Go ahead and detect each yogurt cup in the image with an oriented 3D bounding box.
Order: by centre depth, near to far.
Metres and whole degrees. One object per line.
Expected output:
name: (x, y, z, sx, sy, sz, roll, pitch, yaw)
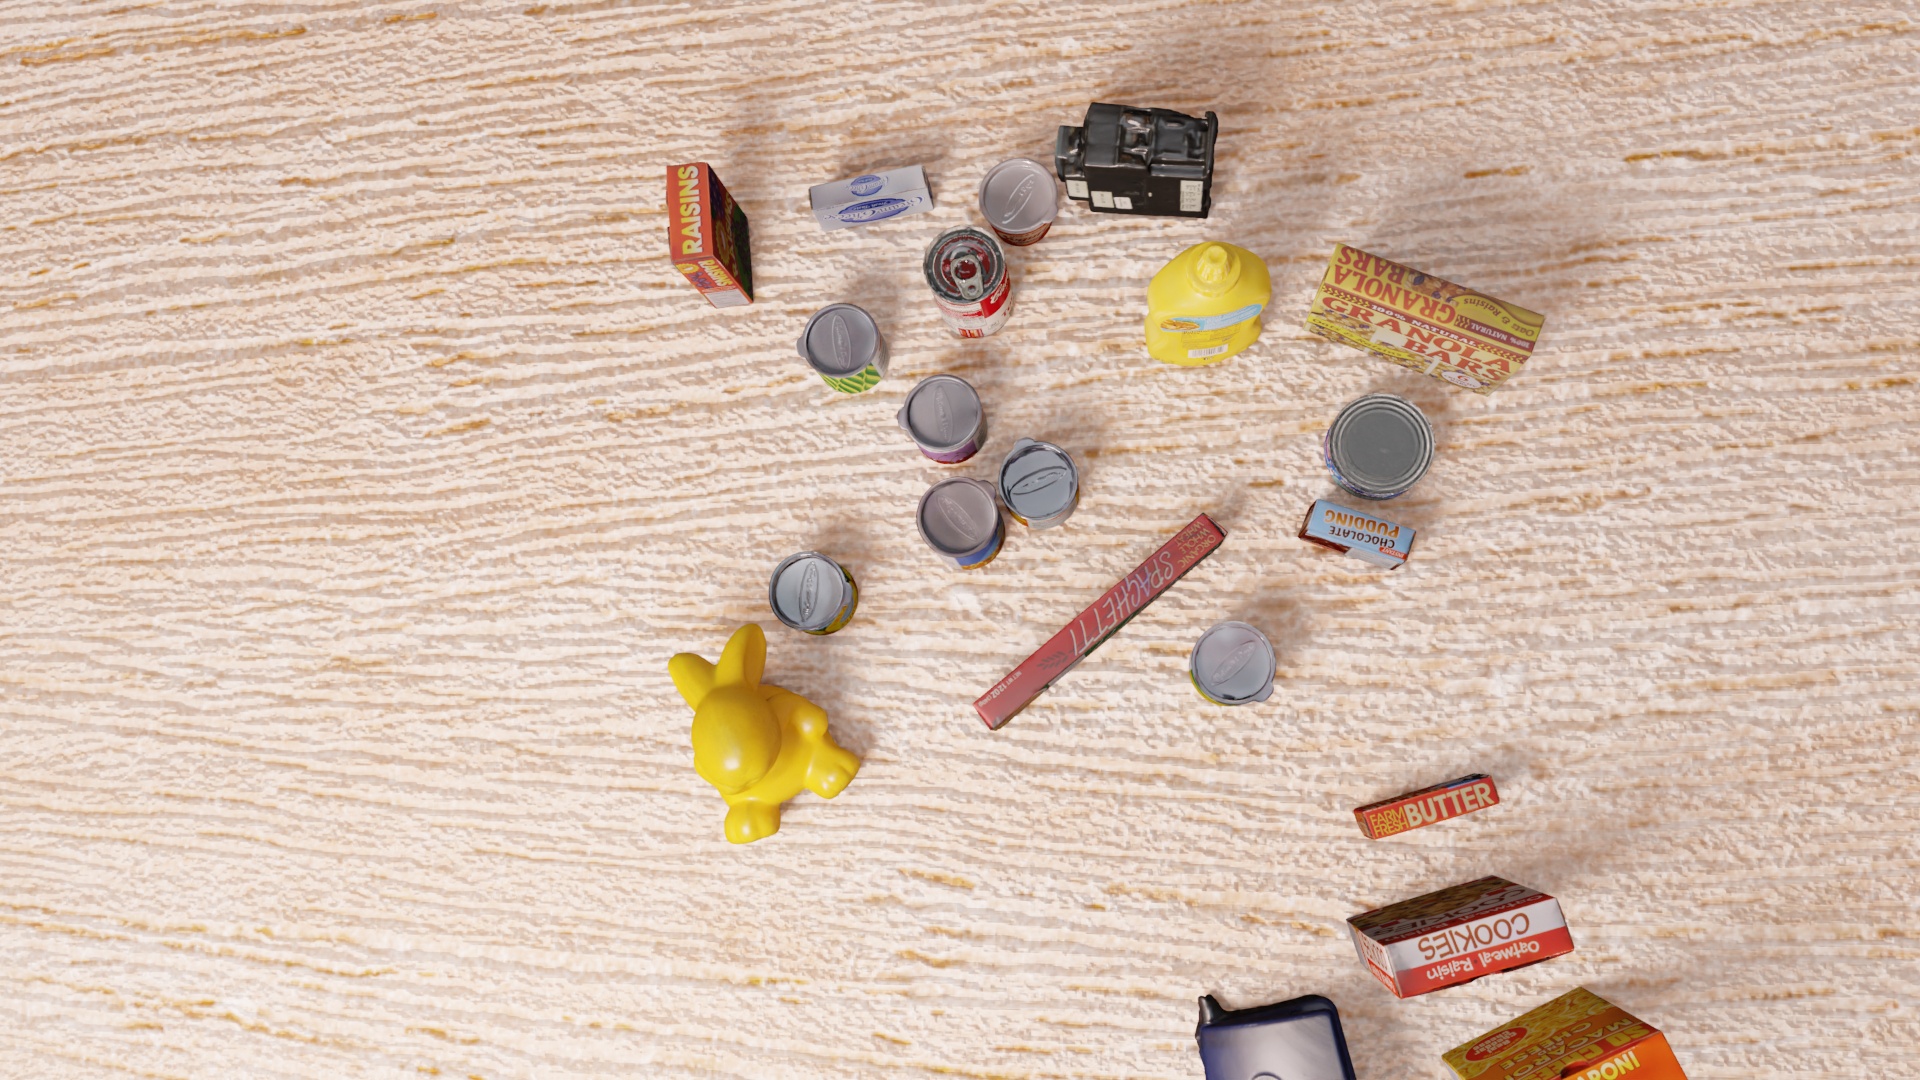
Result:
yogurt cup: (0.052, -0.290, 1.205, 0.072, 0.054, 0.072, -1, 81, 6)

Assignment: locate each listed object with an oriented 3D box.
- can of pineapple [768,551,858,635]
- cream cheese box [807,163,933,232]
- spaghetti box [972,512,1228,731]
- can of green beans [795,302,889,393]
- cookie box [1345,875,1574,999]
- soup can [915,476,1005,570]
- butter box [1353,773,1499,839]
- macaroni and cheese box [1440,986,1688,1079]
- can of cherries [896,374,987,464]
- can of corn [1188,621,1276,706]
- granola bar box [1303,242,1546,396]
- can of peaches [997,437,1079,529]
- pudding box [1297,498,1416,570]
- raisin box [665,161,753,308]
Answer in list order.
can of pineapple: (-0.121, 0.046, 1.168, 0.071, 0.058, 0.071, -1, 81, 6)
cream cheese box: (-0.077, -0.301, 1.221, 0.104, 0.053, 0.024, -10, 80, 5)
spaghetti box: (0.115, 0.067, 1.142, 0.250, 0.050, 0.029, -40, 79, -1)
can of green beans: (-0.098, -0.165, 1.199, 0.071, 0.057, 0.071, -1, 81, 6)
cookie box: (0.360, 0.289, 1.019, 0.123, 0.167, 0.040, -18, 80, 4)
soup can: (0.004, -0.014, 1.150, 0.071, 0.083, 0.071, -1, 81, 6)
butter box: (0.364, 0.209, 1.090, 0.103, 0.053, 0.024, -17, 80, 3)
macaroni and cheese box: (0.426, 0.378, 0.998, 0.124, 0.166, 0.040, -27, 79, 2)
can of cherries: (-0.015, -0.102, 1.180, 0.071, 0.058, 0.071, -1, 81, 6)
can of corn: (0.220, 0.102, 1.120, 0.071, 0.058, 0.071, -1, 81, 6)
granola bar box: (0.366, -0.174, 1.115, 0.166, 0.124, 0.039, 22, 85, 9)
can of peaches: (0.066, -0.047, 1.162, 0.071, 0.058, 0.071, -1, 81, 6)
pudding box: (0.322, -0.005, 1.131, 0.084, 0.049, 0.030, 19, 84, 9)
raisin box: (-0.215, -0.261, 1.195, 0.040, 0.123, 0.086, -6, 81, 6)
